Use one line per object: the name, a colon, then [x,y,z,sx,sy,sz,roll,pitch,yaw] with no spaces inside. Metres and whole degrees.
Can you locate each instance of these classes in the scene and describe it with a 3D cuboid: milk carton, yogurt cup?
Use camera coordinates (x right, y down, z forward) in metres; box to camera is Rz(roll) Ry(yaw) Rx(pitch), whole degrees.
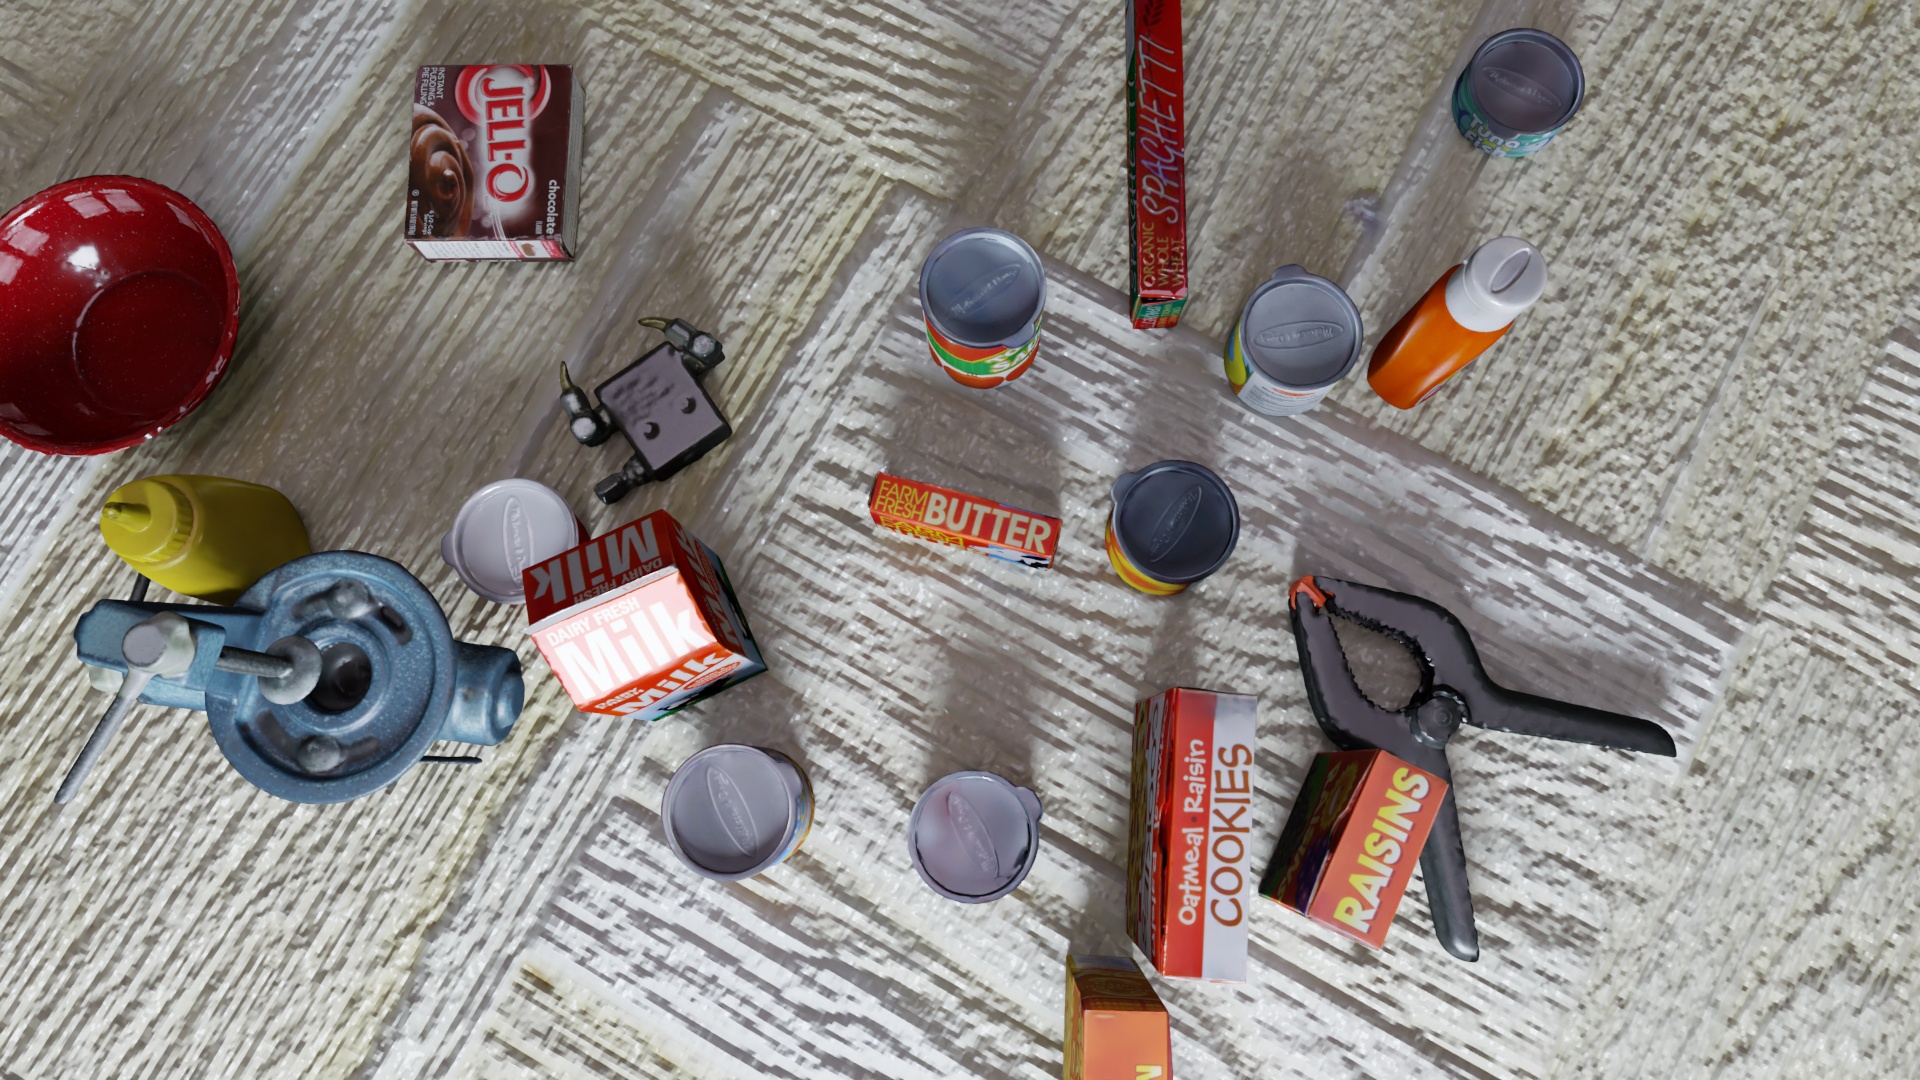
milk carton: [-0.153,0.039,0.679,0.072,0.190,0.073,-25,81,-3]
yogurt cup: [-0.235,0.004,0.756,0.072,0.054,0.072,0,80,1]

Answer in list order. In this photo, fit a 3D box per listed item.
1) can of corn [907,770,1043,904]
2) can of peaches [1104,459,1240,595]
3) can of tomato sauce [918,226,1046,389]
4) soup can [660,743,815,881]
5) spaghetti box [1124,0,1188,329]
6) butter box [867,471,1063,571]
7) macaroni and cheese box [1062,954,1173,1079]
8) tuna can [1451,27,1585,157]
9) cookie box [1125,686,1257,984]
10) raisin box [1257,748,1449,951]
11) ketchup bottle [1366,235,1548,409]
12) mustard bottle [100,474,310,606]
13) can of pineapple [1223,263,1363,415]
can of corn: [0.009,0.152,0.724,0.071,0.058,0.071,0,80,1]
can of peaches: [0.111,-0.007,0.750,0.071,0.058,0.071,0,80,1]
can of tomato sauce: [0.014,-0.123,0.759,0.071,0.083,0.071,0,81,1]
soup can: [-0.109,0.137,0.716,0.071,0.083,0.071,0,81,1]
spaghetti box: [0.111,-0.246,0.795,0.029,0.050,0.250,0,80,1]
butter box: [0.003,-0.009,0.755,0.103,0.053,0.024,15,81,4]
macaroni and cheese box: [0.070,0.267,0.648,0.040,0.166,0.124,2,81,2]
tuna can: [0.320,-0.256,0.802,0.071,0.033,0.071,0,80,1]
cookie box: [0.106,0.137,0.669,0.040,0.167,0.123,4,81,2]
raisin box: [0.191,0.149,0.688,0.040,0.123,0.086,26,82,5]
ketchup bottle: [0.257,-0.114,0.720,0.043,0.148,0.065,40,84,7]
mustard bottle: [-0.389,-0.004,0.706,0.049,0.160,0.065,-13,81,-1]
can of pineapple: [0.182,-0.108,0.766,0.071,0.058,0.071,0,80,1]
